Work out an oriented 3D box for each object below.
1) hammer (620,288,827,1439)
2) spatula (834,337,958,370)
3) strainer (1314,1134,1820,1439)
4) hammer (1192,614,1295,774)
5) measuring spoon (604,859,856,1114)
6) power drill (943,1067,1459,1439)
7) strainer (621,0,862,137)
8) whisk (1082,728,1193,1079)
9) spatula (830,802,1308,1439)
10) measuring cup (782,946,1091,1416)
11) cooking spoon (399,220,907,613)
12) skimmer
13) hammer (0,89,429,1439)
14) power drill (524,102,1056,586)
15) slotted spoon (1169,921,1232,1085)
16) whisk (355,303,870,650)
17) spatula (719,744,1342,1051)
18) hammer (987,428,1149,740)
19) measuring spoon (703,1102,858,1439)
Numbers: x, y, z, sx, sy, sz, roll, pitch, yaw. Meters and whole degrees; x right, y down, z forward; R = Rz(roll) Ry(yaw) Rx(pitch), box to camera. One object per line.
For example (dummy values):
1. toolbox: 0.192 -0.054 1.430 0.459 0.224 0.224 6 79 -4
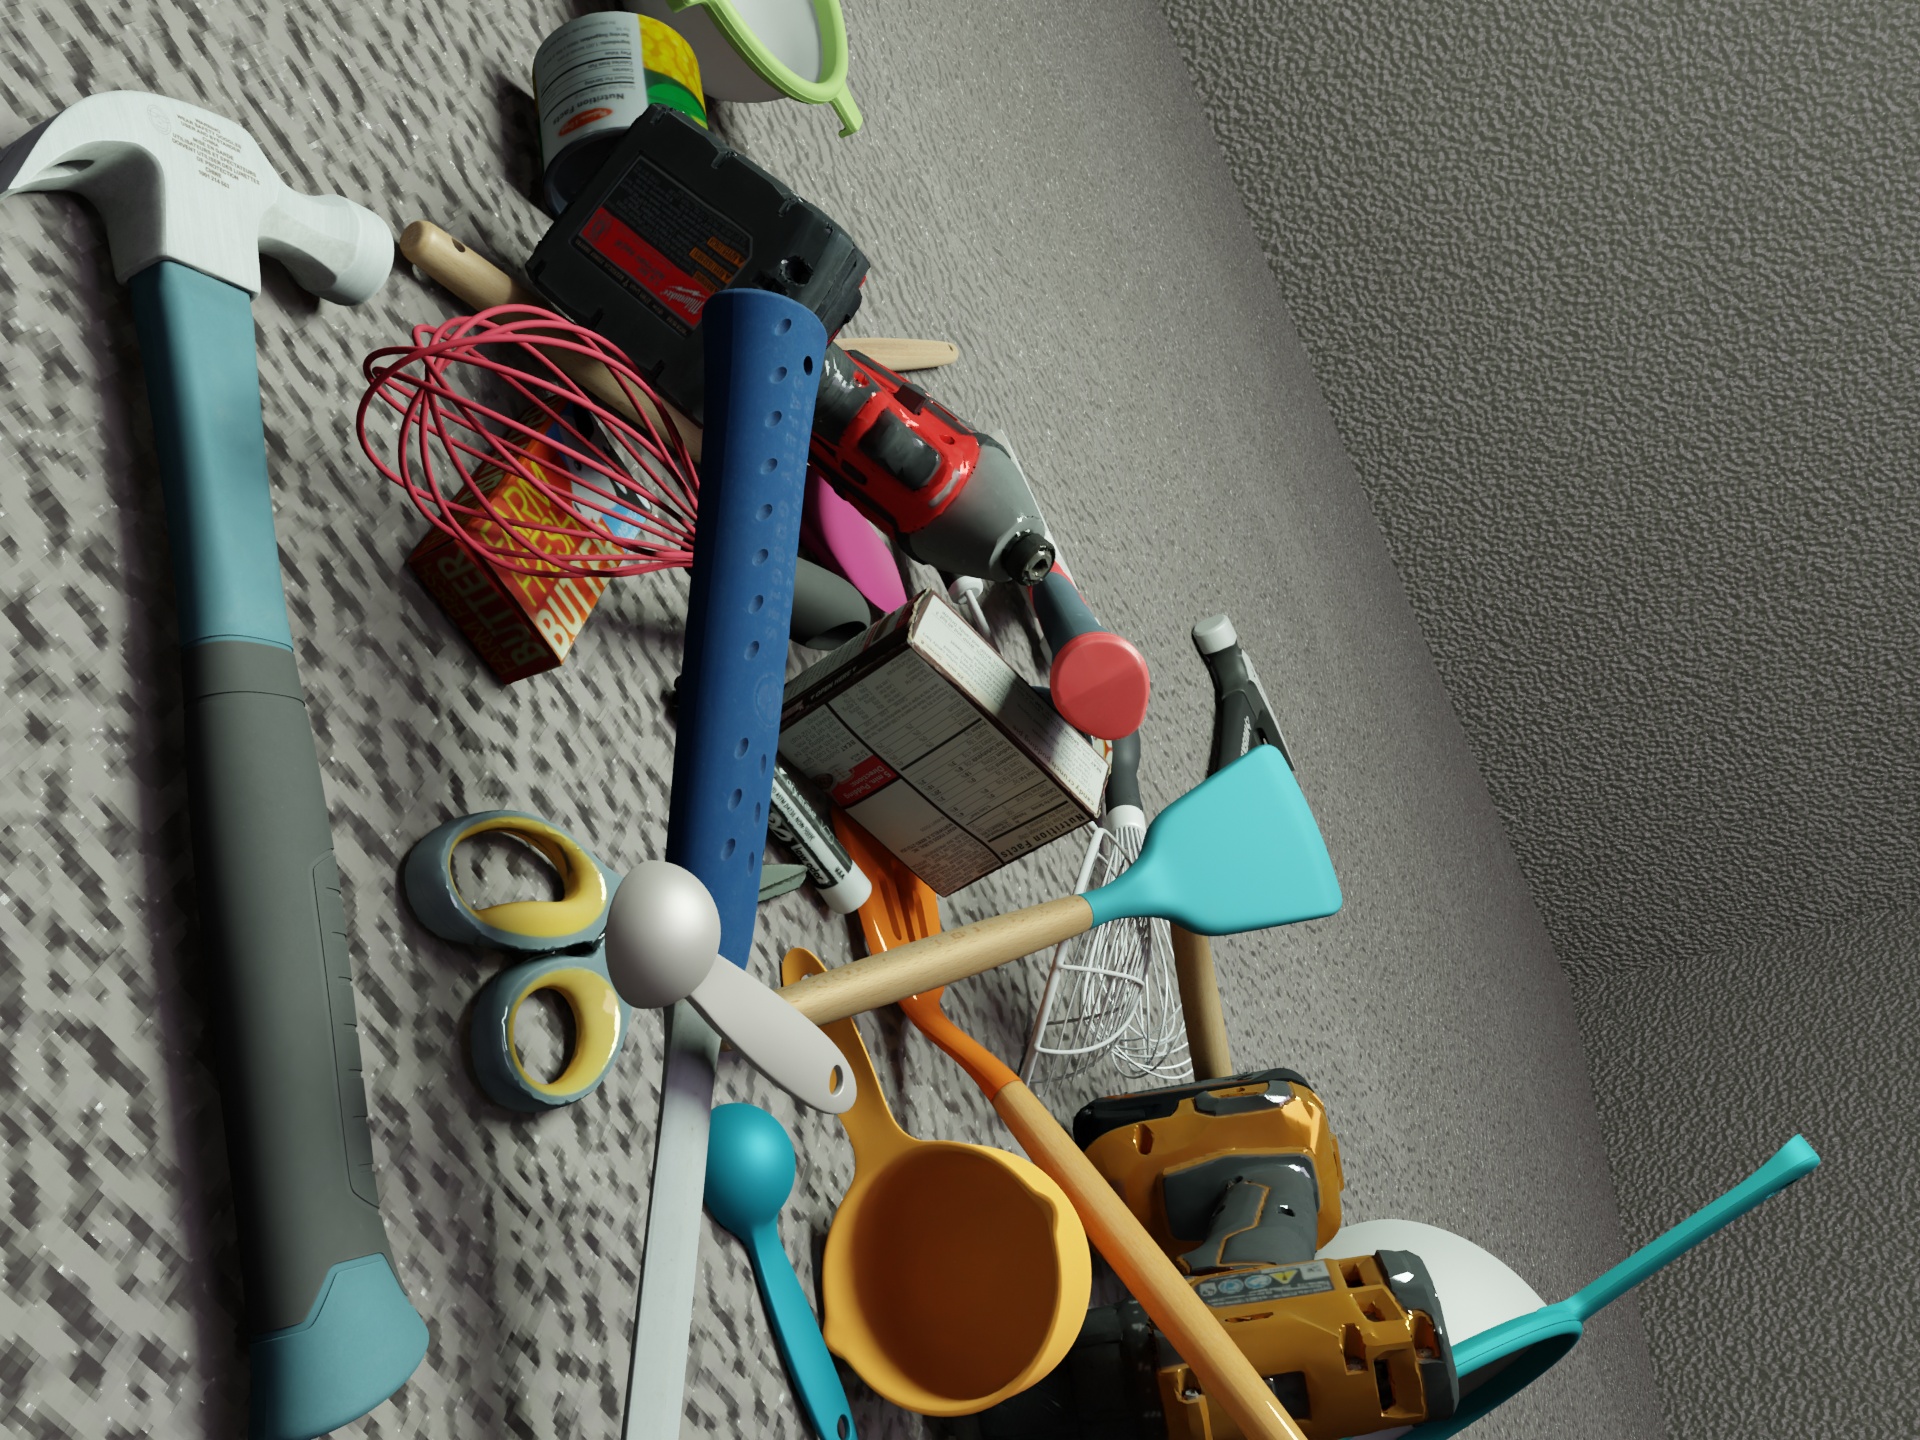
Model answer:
1. hammer: -0.068 0.083 0.422 0.144 0.035 0.406 29 63 -61
2. spatula: -0.060 -0.188 0.811 0.060 0.018 0.316 59 23 -1
3. strainer: 0.233 0.268 0.759 0.095 0.340 0.210 58 8 34
4. hammer: 0.206 0.051 1.207 0.146 0.035 0.335 61 24 -20
5. measuring spoon: -0.049 0.073 0.400 0.124 0.018 0.034 55 41 -49
6. power drill: 0.089 0.228 0.663 0.226 0.185 0.084 -72 151 -82
7. strainer: -0.133 -0.394 0.743 0.151 0.069 0.256 8 64 -63
8. whisk: 0.098 0.085 0.910 0.070 0.070 0.285 54 23 -35
9. spatula: 0.038 0.152 0.601 0.323 0.041 0.081 47 5 38
10. measuring cup: -0.017 0.159 0.573 0.174 0.095 0.052 61 11 27
11. cooking spoon: -0.104 -0.112 0.648 0.318 0.017 0.069 32 36 -57
12. skimmer: -0.001 -0.002 0.767 0.127 0.090 0.364 90 -22 -69
13. hammer: -0.172 -0.003 0.385 0.128 0.033 0.331 16 58 -64
14. power drill: -0.047 -0.123 0.609 0.143 0.078 0.219 42 5 29
15. slotted spoon: 0.129 0.201 0.802 0.031 0.070 0.313 -32 123 -32
16. whisk: -0.090 -0.062 0.524 0.295 0.073 0.073 28 47 -70
17. spatula: 0.036 0.076 0.624 0.317 0.044 0.082 -11 76 -44
18. hammer: 0.042 -0.068 0.768 0.386 0.038 0.143 -92 156 -79
19. measuring spoon: -0.051 0.185 0.523 0.128 0.021 0.042 69 23 0
